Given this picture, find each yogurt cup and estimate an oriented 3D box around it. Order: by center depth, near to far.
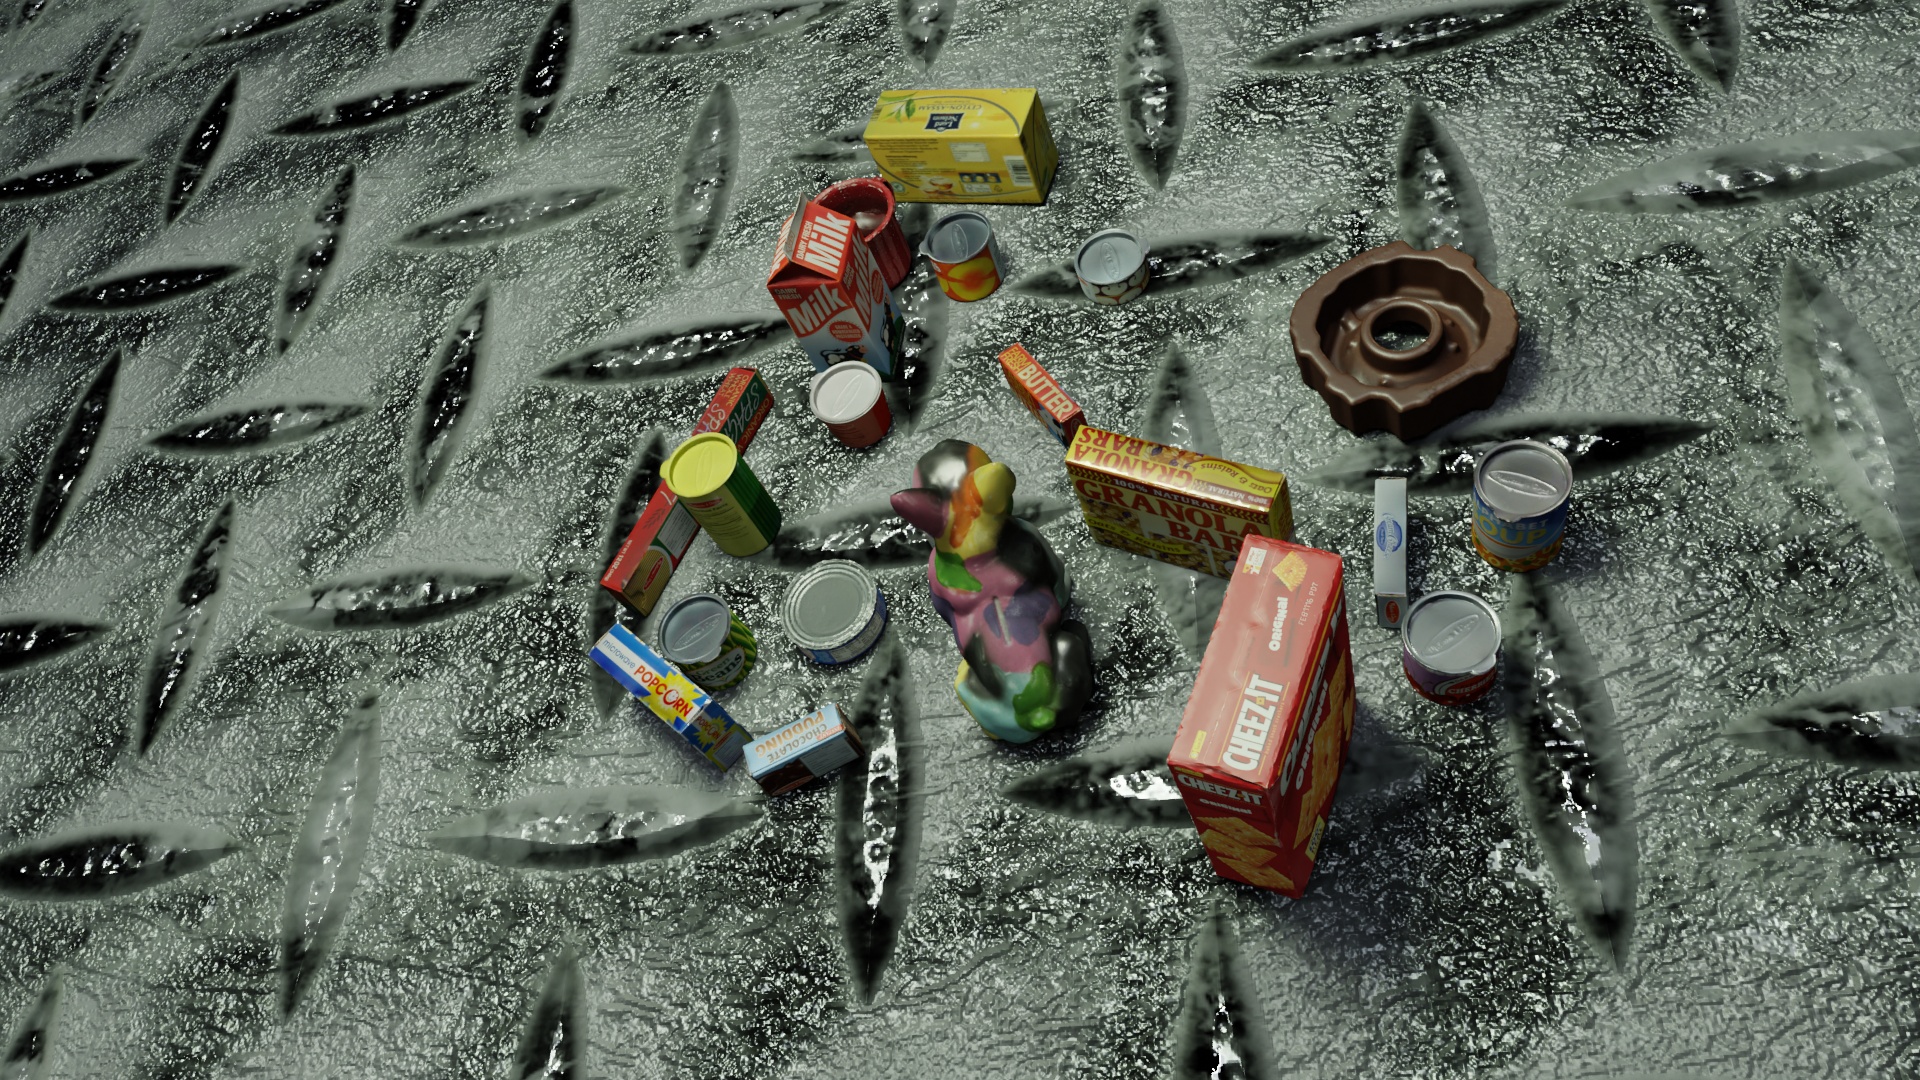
[{"bbox_3d":[-0.097,-0.121,1.268,0.072,0.053,0.073,-8,57,13],"label":"yogurt cup"}]

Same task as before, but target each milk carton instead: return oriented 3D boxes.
[{"bbox_3d":[-0.117,-0.225,1.256,0.073,0.189,0.072,0,59,18],"label":"milk carton"}]

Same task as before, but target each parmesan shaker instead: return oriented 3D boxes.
[{"bbox_3d":[-0.209,-0.039,1.222,0.071,0.102,0.071,-8,57,13],"label":"parmesan shaker"}]

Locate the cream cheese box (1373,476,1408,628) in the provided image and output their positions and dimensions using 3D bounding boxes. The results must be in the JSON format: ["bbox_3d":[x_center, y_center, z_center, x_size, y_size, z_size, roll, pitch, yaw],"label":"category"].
[{"bbox_3d":[0.325,0.009,1.048,0.024,0.053,0.104,0,59,18],"label":"cream cheese box"}]

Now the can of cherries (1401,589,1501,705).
[{"bbox_3d":[0.351,0.079,0.992,0.071,0.058,0.072,-8,57,13],"label":"can of cherries"}]

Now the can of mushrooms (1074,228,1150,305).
[{"bbox_3d":[0.143,-0.253,1.285,0.071,0.033,0.071,-8,57,13],"label":"can of mushrooms"}]

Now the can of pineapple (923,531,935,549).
[{"bbox_3d":[0.004,-0.015,1.165,0.071,0.057,0.071,-8,57,13],"label":"can of pineapple"}]

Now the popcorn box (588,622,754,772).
[{"bbox_3d":[-0.237,0.128,1.137,0.127,0.085,0.038,32,73,31],"label":"popcorn box"}]

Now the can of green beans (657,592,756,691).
[{"bbox_3d":[-0.213,0.086,1.172,0.071,0.057,0.071,-8,57,13],"label":"can of green beans"}]

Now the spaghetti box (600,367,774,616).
[{"bbox_3d":[-0.246,-0.049,1.273,0.029,0.050,0.251,15,65,26],"label":"spaghetti box"}]

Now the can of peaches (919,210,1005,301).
[{"bbox_3d":[0.003,-0.270,1.327,0.071,0.058,0.071,-8,57,13],"label":"can of peaches"}]

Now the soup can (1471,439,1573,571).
[{"bbox_3d":[0.410,-0.022,1.022,0.071,0.083,0.071,-8,57,13],"label":"soup can"}]

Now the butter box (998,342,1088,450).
[{"bbox_3d":[0.074,-0.124,1.214,0.024,0.053,0.104,-35,55,-5],"label":"butter box"}]

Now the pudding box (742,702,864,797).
[{"bbox_3d":[-0.124,0.166,1.098,0.084,0.049,0.030,-26,55,1],"label":"pudding box"}]

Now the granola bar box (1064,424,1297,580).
[{"bbox_3d":[0.172,-0.023,1.075,0.165,0.123,0.039,16,66,26],"label":"granola bar box"}]
